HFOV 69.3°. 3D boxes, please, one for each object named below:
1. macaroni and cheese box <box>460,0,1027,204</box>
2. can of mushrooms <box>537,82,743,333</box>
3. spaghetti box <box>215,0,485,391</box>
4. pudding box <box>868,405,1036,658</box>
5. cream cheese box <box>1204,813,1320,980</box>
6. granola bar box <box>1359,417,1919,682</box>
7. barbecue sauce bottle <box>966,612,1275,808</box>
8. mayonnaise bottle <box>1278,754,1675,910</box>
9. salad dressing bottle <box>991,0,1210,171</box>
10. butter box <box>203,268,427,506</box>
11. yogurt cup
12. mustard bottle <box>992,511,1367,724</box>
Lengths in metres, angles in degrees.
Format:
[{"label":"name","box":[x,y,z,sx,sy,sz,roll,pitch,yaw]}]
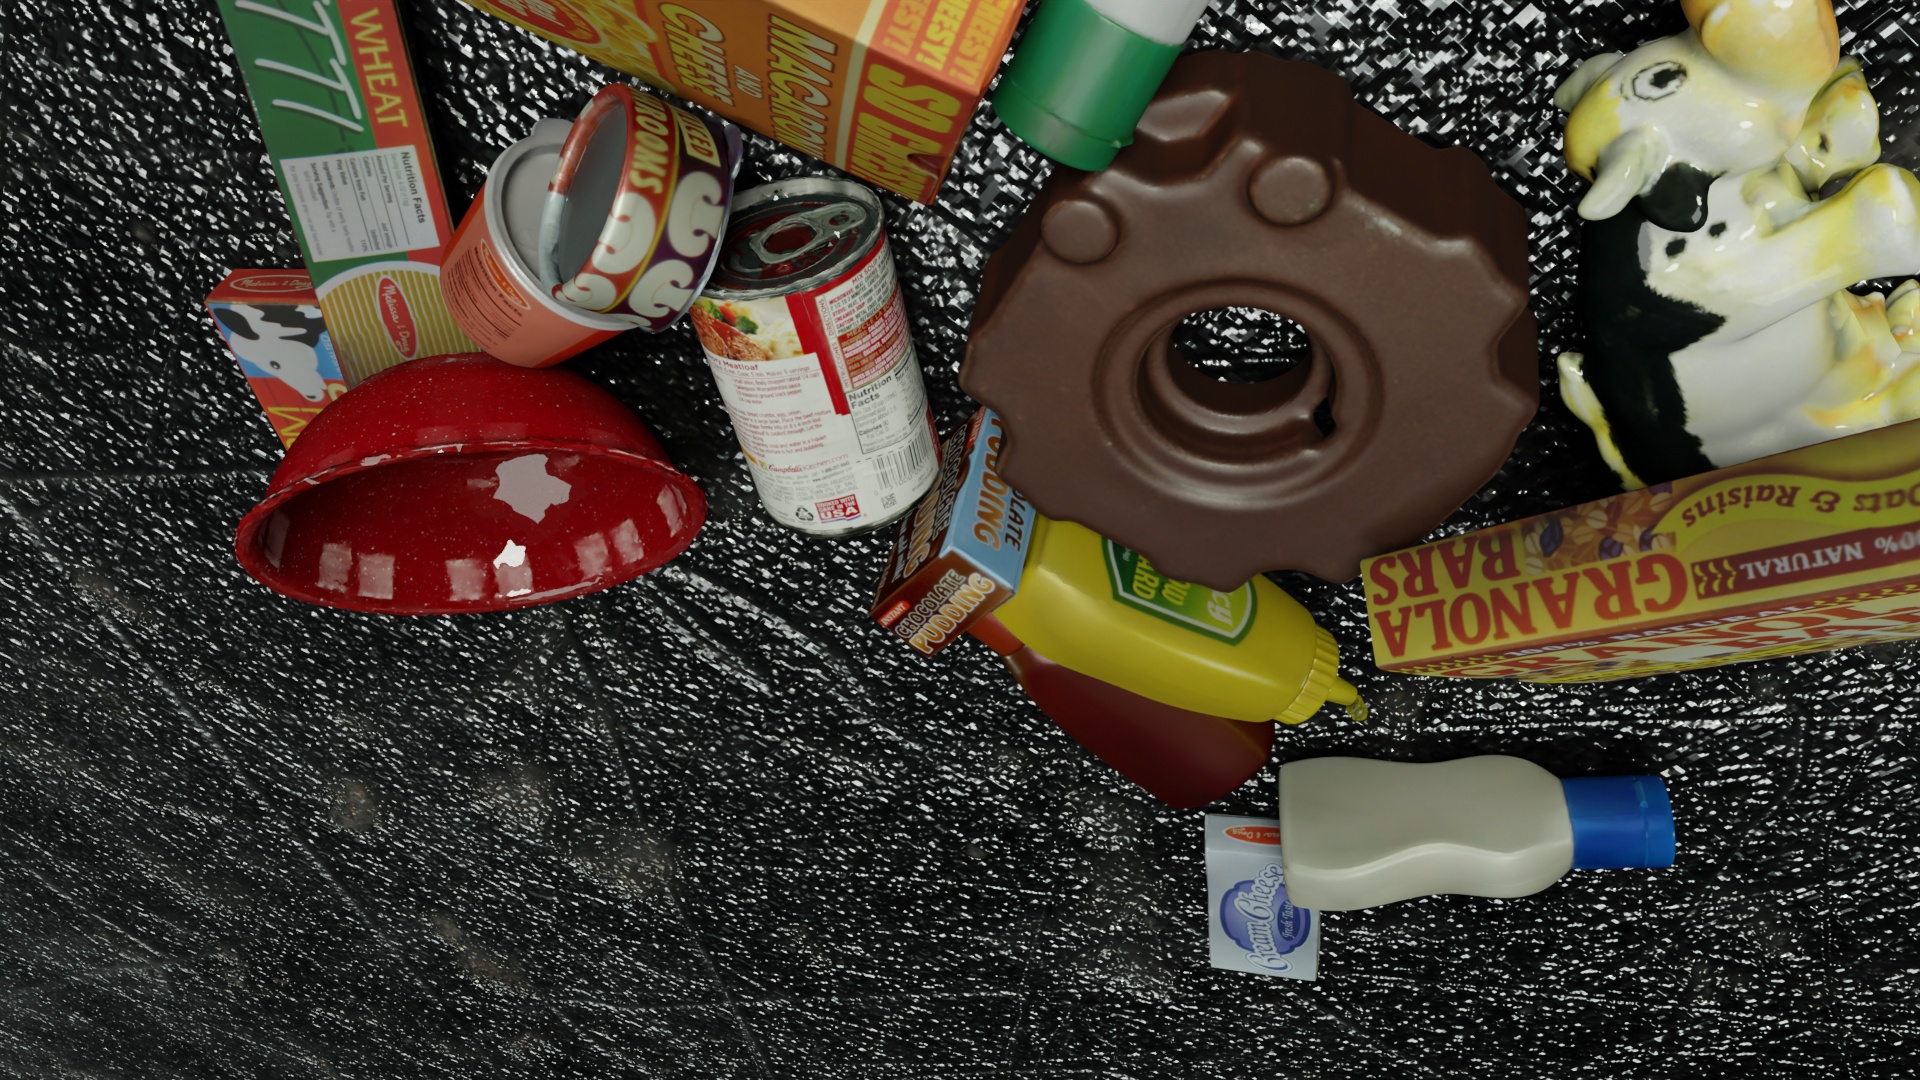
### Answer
[{"label":"macaroni and cheese box","box":[-0.071,-0.146,0.354,0.166,0.040,0.124,23,179,-7]},{"label":"can of mushrooms","box":[-0.095,-0.099,0.407,0.033,0.071,0.070,16,141,-35]},{"label":"spaghetti box","box":[-0.194,-0.151,0.428,0.050,0.029,0.248,-12,137,-15]},{"label":"pudding box","box":[0.002,-0.006,0.487,0.030,0.084,0.049,35,132,-18]},{"label":"cream cheese box","box":[0.144,0.170,0.659,0.053,0.024,0.103,2,133,15]},{"label":"granola bar box","box":[0.223,0.012,0.402,0.124,0.039,0.165,6,164,-34]},{"label":"barbecue sauce bottle","box":[0.054,0.051,0.556,0.148,0.044,0.064,36,132,-18]},{"label":"mayonnaise bottle","box":[0.207,0.117,0.566,0.148,0.065,0.041,-5,131,15]},{"label":"salad dressing bottle","box":[0.056,-0.159,0.327,0.044,0.064,0.147,38,123,9]},{"label":"butter box","box":[-0.248,-0.058,0.549,0.053,0.024,0.103,3,134,12]},{"label":"yogurt cup","box":[-0.135,-0.092,0.458,0.072,0.073,0.053,42,138,-24]},{"label":"mustard bottle","box":[0.090,0.032,0.517,0.160,0.065,0.048,24,140,-16]}]
